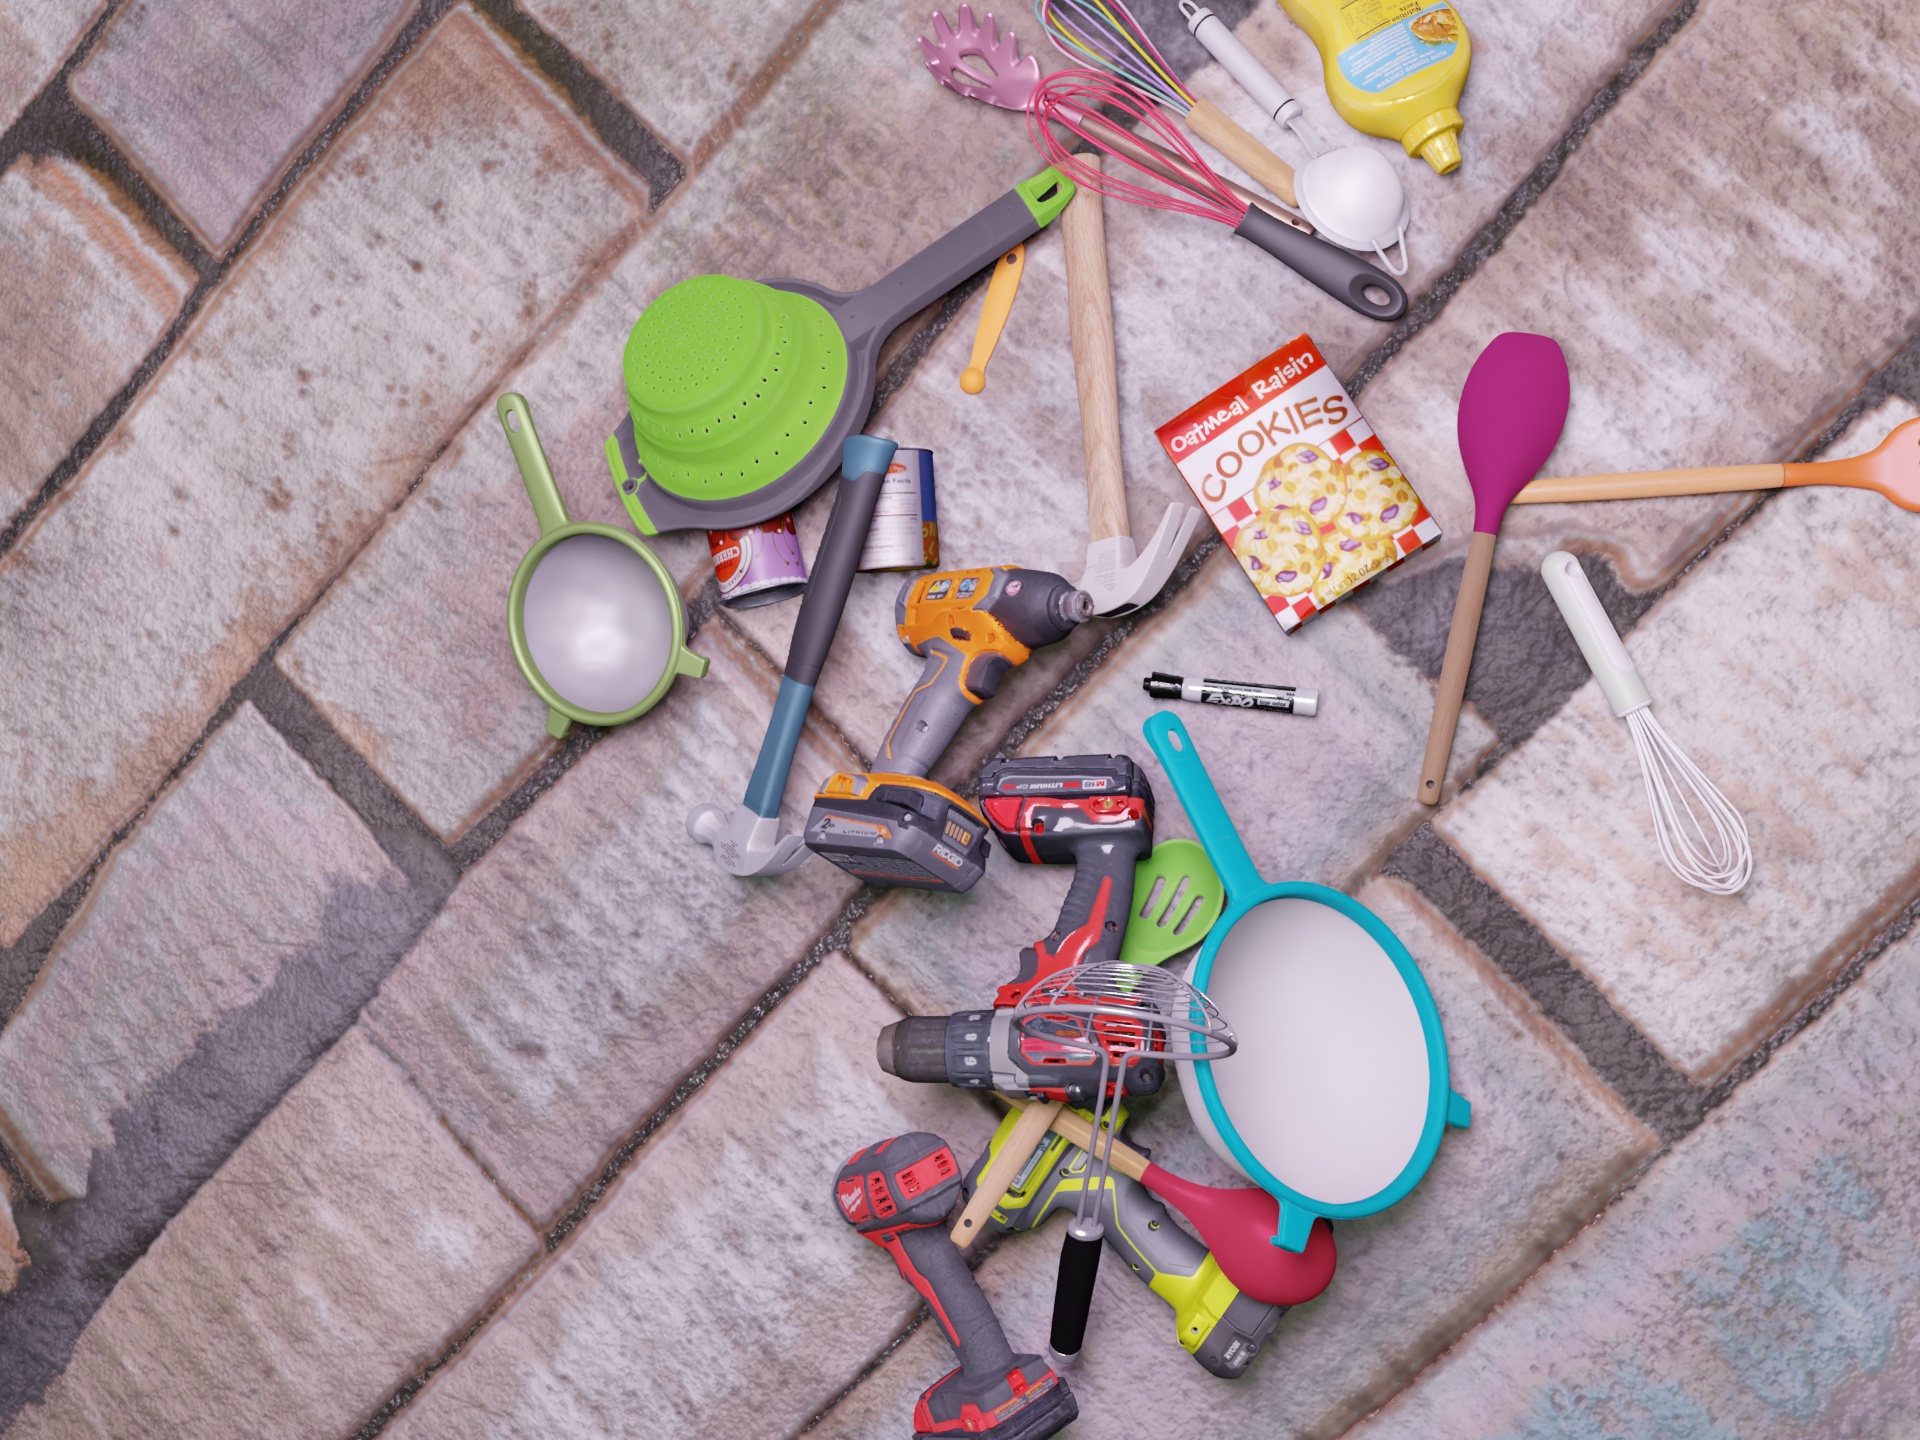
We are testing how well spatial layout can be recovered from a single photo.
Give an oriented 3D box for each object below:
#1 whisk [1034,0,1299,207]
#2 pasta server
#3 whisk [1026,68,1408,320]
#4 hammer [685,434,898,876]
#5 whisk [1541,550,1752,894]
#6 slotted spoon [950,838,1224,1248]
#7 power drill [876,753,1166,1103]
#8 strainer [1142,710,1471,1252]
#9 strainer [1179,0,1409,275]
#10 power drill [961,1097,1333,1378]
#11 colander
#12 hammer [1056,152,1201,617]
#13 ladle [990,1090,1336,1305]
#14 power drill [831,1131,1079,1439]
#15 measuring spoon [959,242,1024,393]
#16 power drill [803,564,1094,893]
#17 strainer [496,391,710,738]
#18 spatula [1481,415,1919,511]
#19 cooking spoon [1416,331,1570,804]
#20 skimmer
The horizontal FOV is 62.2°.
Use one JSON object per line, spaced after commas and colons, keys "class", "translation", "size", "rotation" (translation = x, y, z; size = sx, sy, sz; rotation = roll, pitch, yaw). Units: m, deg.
{"class": "whisk", "translation": [0.147, -0.442, 1.114], "size": [0.245, 0.051, 0.047], "rotation": [41, 136, 6]}
{"class": "pasta server", "translation": [0.110, -0.418, 1.130], "size": [0.316, 0.040, 0.060], "rotation": [31, 85, 11]}
{"class": "whisk", "translation": [0.176, -0.353, 1.084], "size": [0.296, 0.073, 0.073], "rotation": [30, 95, -2]}
{"class": "hammer", "translation": [-0.110, -0.042, 1.119], "size": [0.128, 0.033, 0.331], "rotation": [31, 107, 45]}
{"class": "whisk", "translation": [0.443, -0.001, 1.035], "size": [0.058, 0.059, 0.246], "rotation": [-18, 78, -26]}
{"class": "slotted spoon", "translation": [0.083, 0.213, 1.064], "size": [0.070, 0.031, 0.314], "rotation": [27, 68, 22]}
{"class": "power drill", "translation": [0.044, 0.142, 1.061], "size": [0.188, 0.080, 0.227], "rotation": [-3, 62, 15]}
{"class": "strainer", "translation": [0.182, 0.160, 1.043], "size": [0.095, 0.211, 0.340], "rotation": [-35, 78, 53]}
{"class": "strainer", "translation": [0.230, -0.412, 1.094], "size": [0.087, 0.050, 0.259], "rotation": [-29, 72, -23]}
{"class": "power drill", "translation": [0.133, 0.319, 1.085], "size": [0.223, 0.080, 0.171], "rotation": [34, 97, 15]}
{"class": "colander", "translation": [-0.102, -0.289, 1.117], "size": [0.397, 0.094, 0.205], "rotation": [-33, 59, 8]}
{"class": "hammer", "translation": [0.097, -0.237, 1.114], "size": [0.130, 0.031, 0.331], "rotation": [-11, 80, 43]}
{"class": "ladle", "translation": [0.100, 0.283, 1.050], "size": [0.315, 0.031, 0.069], "rotation": [27, 82, 20]}
{"class": "power drill", "translation": [-0.019, 0.396, 1.097], "size": [0.143, 0.078, 0.220], "rotation": [-37, 75, 54]}
{"class": "measuring spoon", "translation": [0.023, -0.295, 1.160], "size": [0.021, 0.011, 0.117], "rotation": [19, 93, 13]}
{"class": "power drill", "translation": [-0.002, -0.003, 1.061], "size": [0.164, 0.084, 0.227], "rotation": [-1, 61, 47]}
{"class": "strainer", "translation": [-0.278, -0.124, 1.189], "size": [0.151, 0.069, 0.256], "rotation": [-21, 90, 24]}
{"class": "spatula", "translation": [0.506, -0.159, 1.026], "size": [0.322, 0.041, 0.081], "rotation": [-2, 89, 14]}
{"class": "cooking spoon", "translation": [0.345, -0.099, 1.062], "size": [0.069, 0.017, 0.319], "rotation": [12, 96, 18]}
{"class": "skimmer", "translation": [0.082, 0.288, 0.966], "size": [0.127, 0.090, 0.363], "rotation": [7, 120, 3]}
